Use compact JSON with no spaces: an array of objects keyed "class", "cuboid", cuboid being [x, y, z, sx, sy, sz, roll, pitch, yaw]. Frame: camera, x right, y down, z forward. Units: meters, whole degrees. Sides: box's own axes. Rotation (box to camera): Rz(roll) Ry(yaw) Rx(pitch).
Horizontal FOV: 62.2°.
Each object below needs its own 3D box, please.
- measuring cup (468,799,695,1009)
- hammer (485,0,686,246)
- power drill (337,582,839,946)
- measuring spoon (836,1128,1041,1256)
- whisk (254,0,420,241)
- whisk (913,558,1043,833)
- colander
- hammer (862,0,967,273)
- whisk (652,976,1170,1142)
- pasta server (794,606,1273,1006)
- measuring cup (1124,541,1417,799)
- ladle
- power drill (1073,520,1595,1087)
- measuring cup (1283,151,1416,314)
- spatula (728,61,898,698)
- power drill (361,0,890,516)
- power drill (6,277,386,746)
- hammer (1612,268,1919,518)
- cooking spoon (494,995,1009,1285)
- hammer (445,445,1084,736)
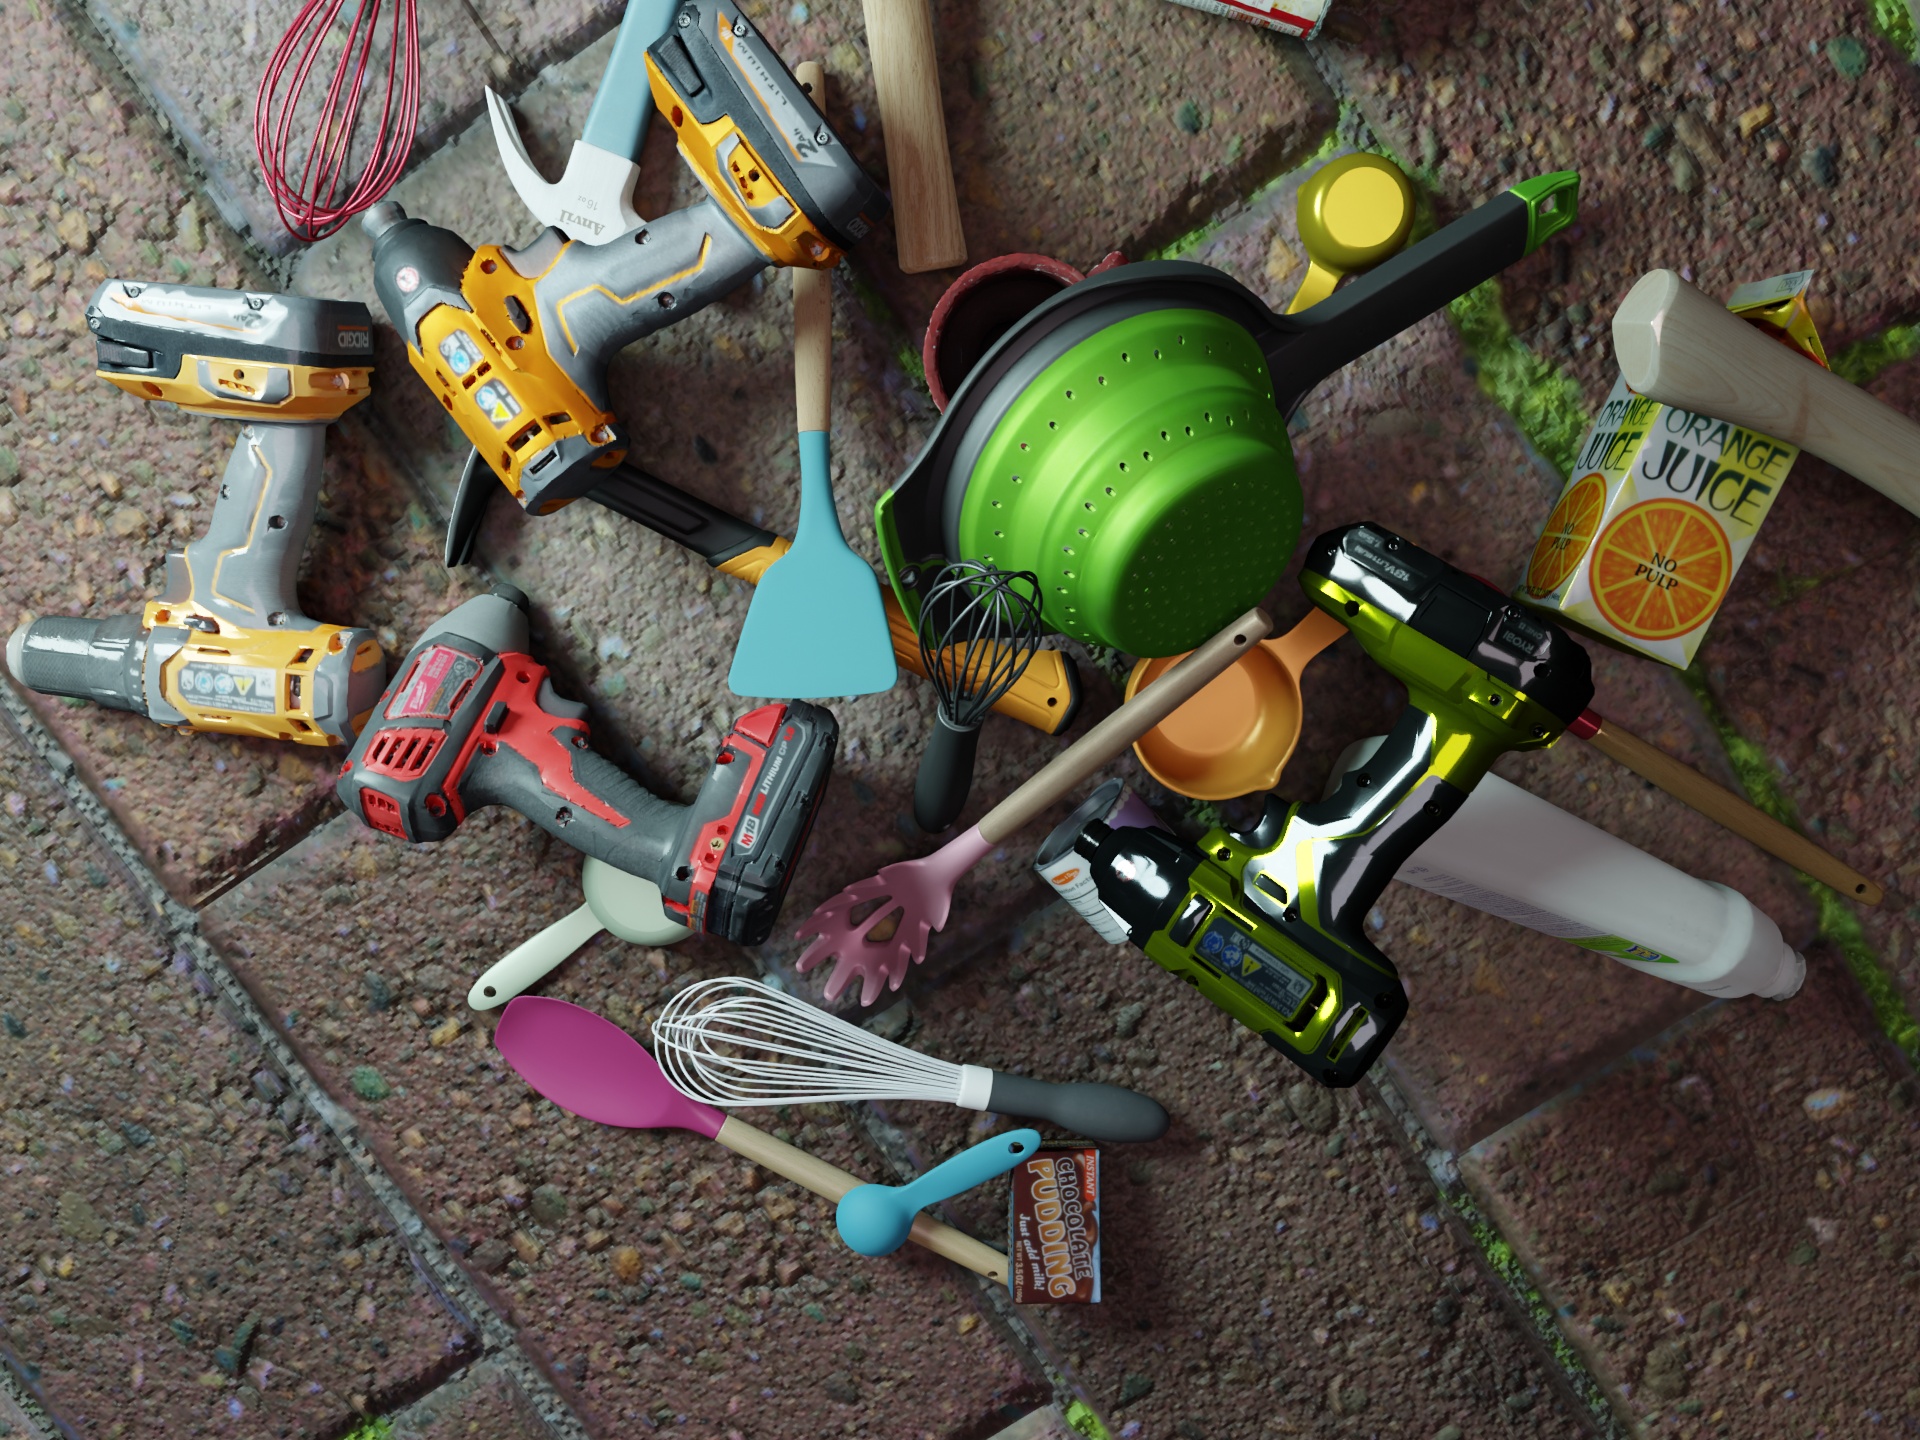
[{"class":"measuring cup","cuboid":[-0.199,0.109,0.847,0.167,0.038,0.083,-36,97,4]},{"class":"hammer","cuboid":[-0.134,-0.388,0.775,0.128,0.033,0.331,20,98,-3]},{"class":"power drill","cuboid":[-0.180,0.017,0.797,0.219,0.078,0.143,19,58,0]},{"class":"measuring spoon","cuboid":[-0.012,0.253,0.850,0.128,0.021,0.042,-31,103,15]},{"class":"whisk","cuboid":[-0.277,-0.375,0.768,0.073,0.073,0.296,19,94,-2]},{"class":"whisk","cuboid":[-0.001,-0.001,0.750,0.055,0.238,0.055,3,60,-6]},{"class":"colander","cuboid":[0.156,-0.139,0.740,0.397,0.095,0.204,-32,142,-9]},{"class":"hammer","cuboid":[-0.035,-0.386,0.761,0.130,0.031,0.331,-14,104,-19]},{"class":"whisk","cuboid":[-0.024,0.190,0.853,0.284,0.070,0.070,12,99,-7]},{"class":"pasta server","cuboid":[0.030,0.045,0.783,0.060,0.040,0.316,46,121,-7]},{"class":"measuring cup","cuboid":[0.160,-0.034,0.816,0.173,0.052,0.095,-40,96,4]},{"class":"ladle","cuboid":[0.354,0.016,0.833,0.315,0.031,0.069,30,104,-6]},{"class":"power drill","cuboid":[0.166,0.030,0.732,0.171,0.080,0.223,36,98,25]},{"class":"measuring cup","cuboid":[0.178,-0.210,0.798,0.062,0.029,0.156,25,96,-3]},{"class":"spatula","cuboid":[-0.072,-0.169,0.780,0.082,0.044,0.317,-1,89,6]},{"class":"power drill","cuboid":[-0.165,-0.226,0.743,0.226,0.084,0.164,-37,93,11]},{"class":"power drill","cuboid":[-0.387,-0.103,0.801,0.185,0.084,0.226,6,103,1]},{"class":"hammer","cuboid":[0.480,-0.113,0.756,0.410,0.038,0.146,24,97,-18]},{"class":"cooking spoon","cuboid":[-0.109,0.236,0.876,0.319,0.017,0.068,28,115,-4]},{"class":"hammer","cuboid":[-0.094,-0.070,0.822,0.337,0.034,0.127,25,97,-3]}]
